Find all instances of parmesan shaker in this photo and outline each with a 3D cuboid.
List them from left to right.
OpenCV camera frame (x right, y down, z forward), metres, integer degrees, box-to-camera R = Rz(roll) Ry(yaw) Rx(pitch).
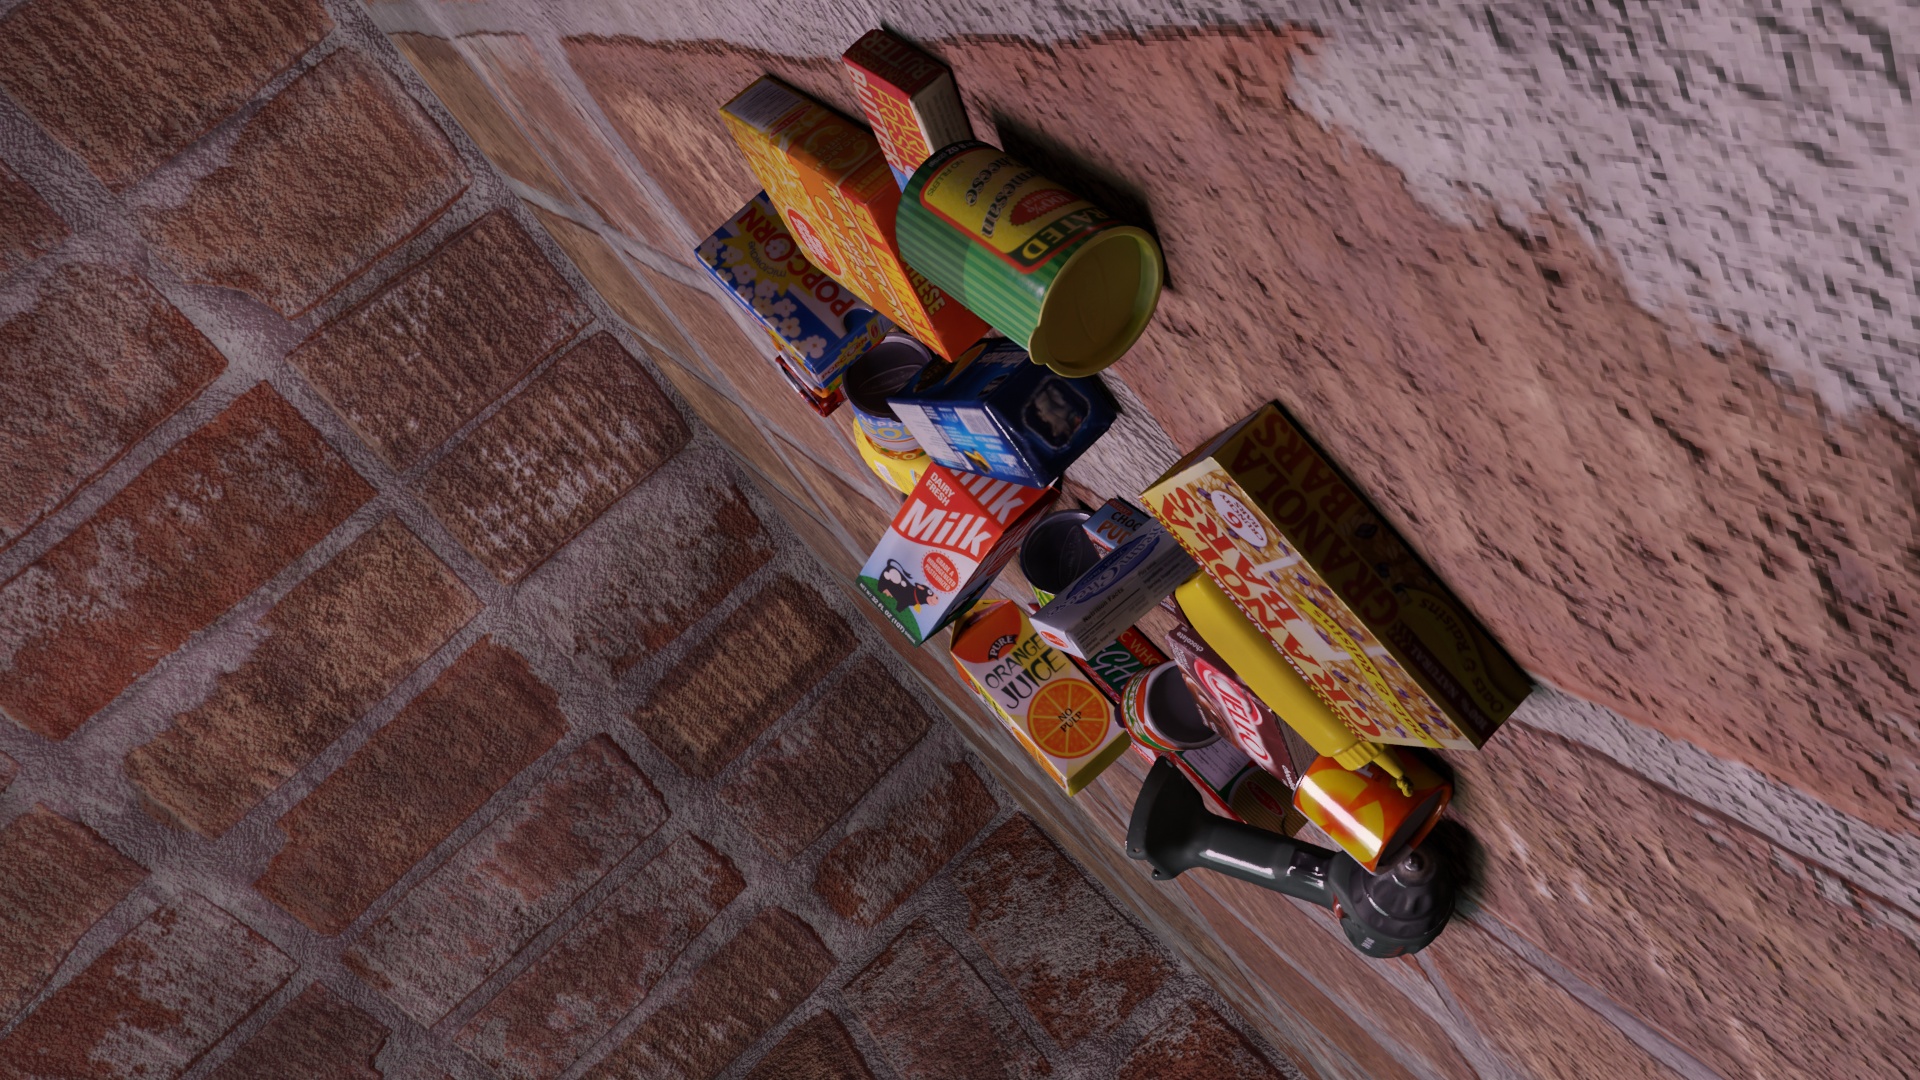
[{"bbox_3d":[0.025,-0.120,0.588,0.103,0.071,0.071,41,168,37],"label":"parmesan shaker"}]

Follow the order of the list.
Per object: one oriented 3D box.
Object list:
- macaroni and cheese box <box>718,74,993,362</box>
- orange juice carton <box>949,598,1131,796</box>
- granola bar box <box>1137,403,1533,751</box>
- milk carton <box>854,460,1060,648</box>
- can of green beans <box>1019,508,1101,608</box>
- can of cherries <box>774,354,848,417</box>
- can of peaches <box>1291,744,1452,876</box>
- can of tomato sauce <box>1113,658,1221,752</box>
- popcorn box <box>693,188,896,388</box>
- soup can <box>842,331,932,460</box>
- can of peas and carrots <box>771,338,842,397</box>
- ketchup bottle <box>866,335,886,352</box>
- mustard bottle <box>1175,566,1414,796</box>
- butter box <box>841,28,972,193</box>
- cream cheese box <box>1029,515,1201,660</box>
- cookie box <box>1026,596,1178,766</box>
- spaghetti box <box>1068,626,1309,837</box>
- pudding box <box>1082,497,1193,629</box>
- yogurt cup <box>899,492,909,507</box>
[{"bbox_3d":[-0.060,-0.187,0.800,0.167,0.040,0.123,40,168,42],"label":"macaroni and cheese box"},{"bbox_3d":[0.056,0.122,1.198,0.193,0.073,0.071,46,170,21],"label":"orange juice carton"},{"bbox_3d":[0.164,0.020,0.634,0.165,0.039,0.124,48,170,0],"label":"granola bar box"},{"bbox_3d":[0.004,-0.012,0.990,0.072,0.074,0.189,46,135,11],"label":"milk carton"},{"bbox_3d":[0.079,0.021,0.947,0.071,0.071,0.057,42,169,32],"label":"can of green beans"},{"bbox_3d":[-0.112,-0.144,1.165,0.071,0.058,0.071,47,171,10],"label":"can of cherries"},{"bbox_3d":[0.226,0.139,0.761,0.058,0.071,0.071,42,169,34],"label":"can of peaches"},{"bbox_3d":[0.153,0.118,0.999,0.071,0.071,0.083,47,170,4],"label":"can of tomato sauce"},{"bbox_3d":[-0.103,-0.173,0.919,0.127,0.085,0.038,45,171,18],"label":"popcorn box"},{"bbox_3d":[-0.045,-0.100,1.007,0.071,0.071,0.083,45,171,18],"label":"soup can"},{"bbox_3d":[-0.106,-0.155,1.092,0.071,0.059,0.071,46,171,10],"label":"can of peas and carrots"},{"bbox_3d":[-0.109,-0.182,1.000,0.149,0.065,0.043,50,151,44],"label":"ketchup bottle"},{"bbox_3d":[0.183,0.071,0.729,0.160,0.049,0.065,47,171,2],"label":"mustard bottle"},{"bbox_3d":[-0.016,-0.186,0.652,0.053,0.024,0.103,41,169,33],"label":"butter box"},{"bbox_3d":[0.092,0.024,0.778,0.024,0.104,0.053,55,168,-17],"label":"cream cheese box"},{"bbox_3d":[0.131,0.119,1.200,0.123,0.040,0.166,41,167,39],"label":"cookie box"},{"bbox_3d":[0.165,0.133,1.066,0.250,0.050,0.028,45,169,20],"label":"spaghetti box"},{"bbox_3d":[0.117,0.013,0.849,0.084,0.030,0.049,38,166,46],"label":"pudding box"},{"bbox_3d":[-0.018,-0.025,1.219,0.072,0.072,0.053,33,154,58],"label":"yogurt cup"}]
